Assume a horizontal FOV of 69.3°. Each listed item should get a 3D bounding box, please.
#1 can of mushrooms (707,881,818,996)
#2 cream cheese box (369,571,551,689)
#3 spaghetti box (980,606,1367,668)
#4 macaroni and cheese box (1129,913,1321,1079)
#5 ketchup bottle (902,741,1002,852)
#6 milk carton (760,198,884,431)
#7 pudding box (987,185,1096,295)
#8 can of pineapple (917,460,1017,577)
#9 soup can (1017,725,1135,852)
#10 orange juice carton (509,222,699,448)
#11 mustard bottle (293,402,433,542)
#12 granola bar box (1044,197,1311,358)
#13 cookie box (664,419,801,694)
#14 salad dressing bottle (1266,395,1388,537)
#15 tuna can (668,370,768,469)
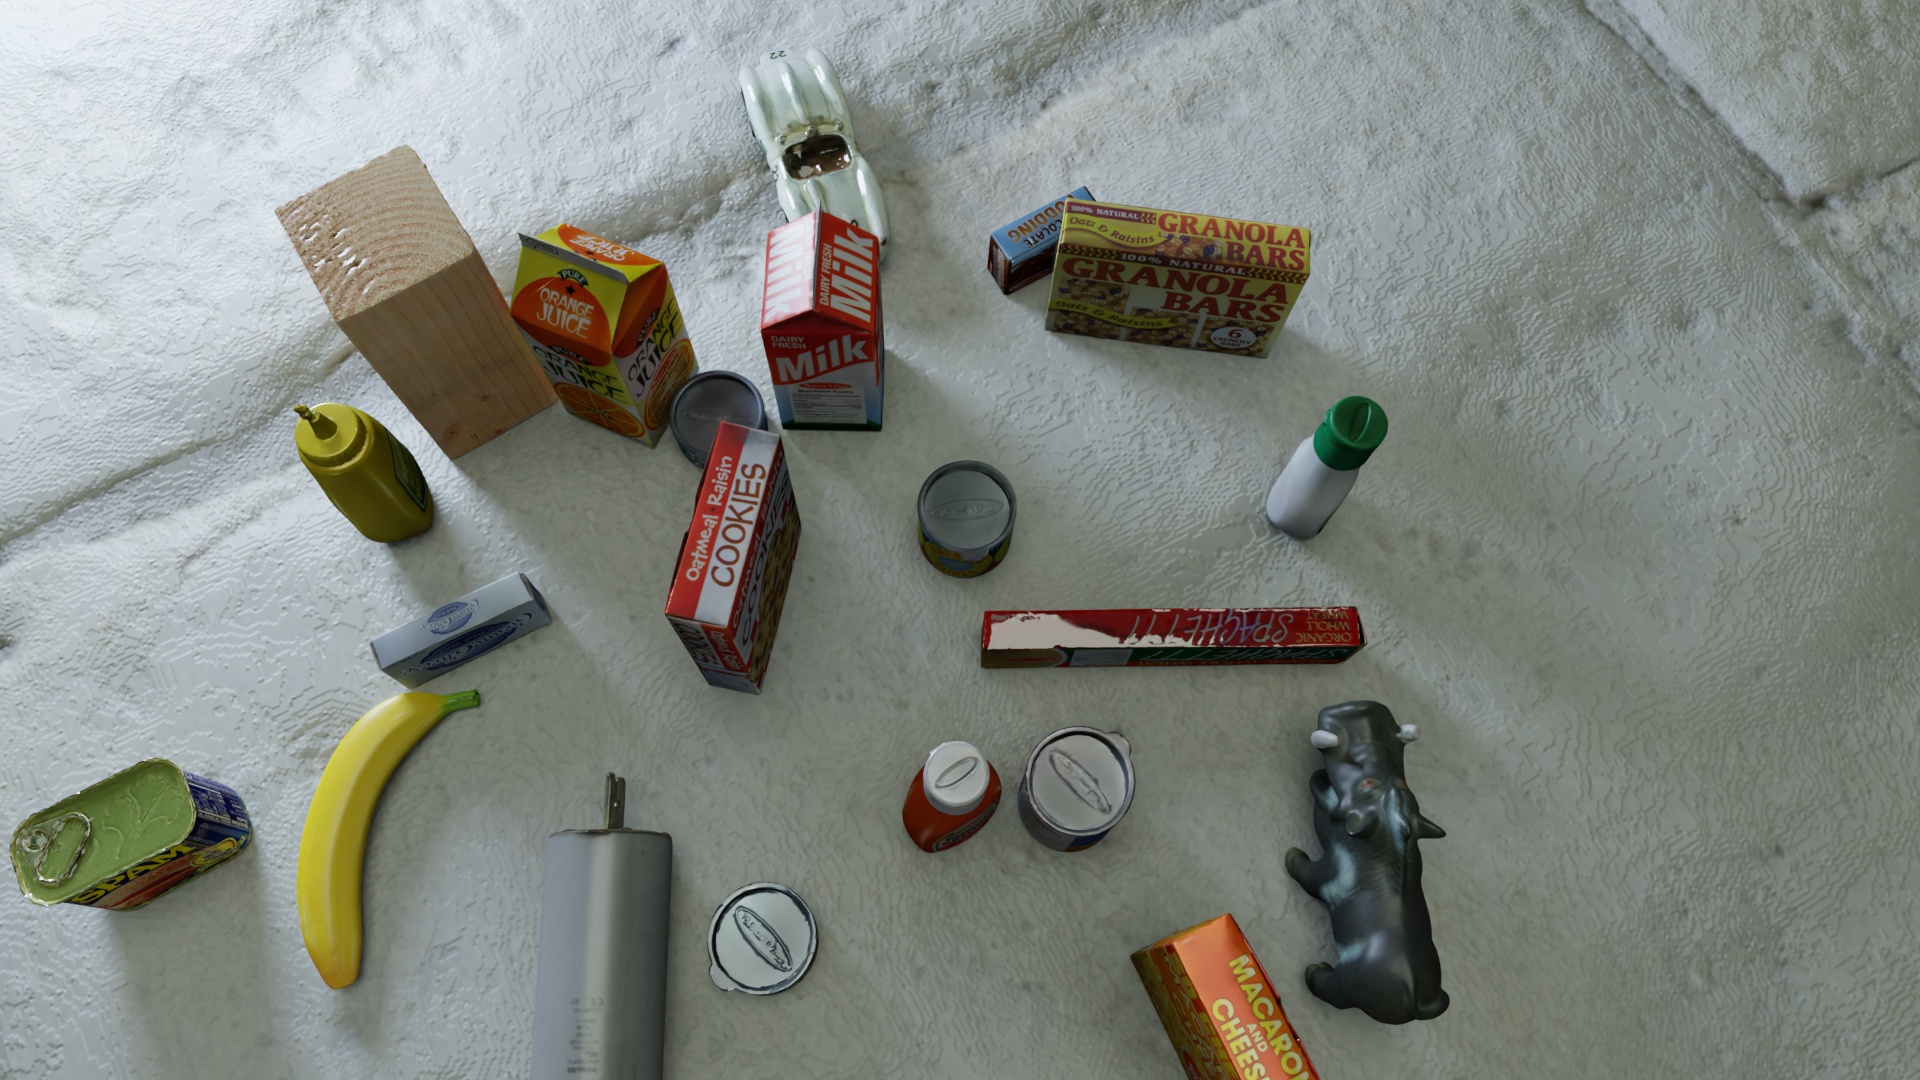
[{"bbox_3d":[-0.123,0.247,0.855,0.071,0.033,0.071,1,70,-1],"label":"can of mushrooms"},{"bbox_3d":[-0.324,0.059,0.907,0.104,0.053,0.024,-26,73,-10],"label":"cream cheese box"},{"bbox_3d":[0.138,0.065,0.920,0.250,0.050,0.029,-1,71,-2],"label":"spaghetti box"},{"bbox_3d":[0.150,0.279,0.781,0.040,0.166,0.124,-24,73,-9],"label":"macaroni and cheese box"},{"bbox_3d":[-0.005,0.151,0.832,0.065,0.148,0.043,-33,75,-12],"label":"ketchup bottle"},{"bbox_3d":[-0.089,-0.143,0.914,0.073,0.190,0.072,1,71,-1],"label":"milk carton"},{"bbox_3d":[0.062,-0.220,1.021,0.084,0.049,0.030,-30,74,-11],"label":"pudding box"},{"bbox_3d":[0.003,-0.012,0.940,0.071,0.057,0.071,1,70,-1],"label":"can of pineapple"},{"bbox_3d":[0.073,0.155,0.867,0.071,0.083,0.071,1,70,-1],"label":"soup can"},{"bbox_3d":[-0.232,-0.139,0.907,0.072,0.192,0.073,22,72,6],"label":"orange juice carton"},{"bbox_3d":[-0.385,-0.049,0.888,0.049,0.159,0.065,-19,72,-8],"label":"mustard bottle"},{"bbox_3d":[0.147,-0.181,0.970,0.166,0.123,0.039,7,71,1],"label":"granola bar box"},{"bbox_3d":[-0.138,0.016,0.867,0.040,0.167,0.123,11,71,2],"label":"cookie box"},{"bbox_3d":[0.240,-0.048,0.912,0.044,0.147,0.064,23,72,7],"label":"salad dressing bottle"},{"bbox_3d":[-0.169,-0.081,0.973,0.071,0.032,0.071,1,70,-1],"label":"tuna can"}]
